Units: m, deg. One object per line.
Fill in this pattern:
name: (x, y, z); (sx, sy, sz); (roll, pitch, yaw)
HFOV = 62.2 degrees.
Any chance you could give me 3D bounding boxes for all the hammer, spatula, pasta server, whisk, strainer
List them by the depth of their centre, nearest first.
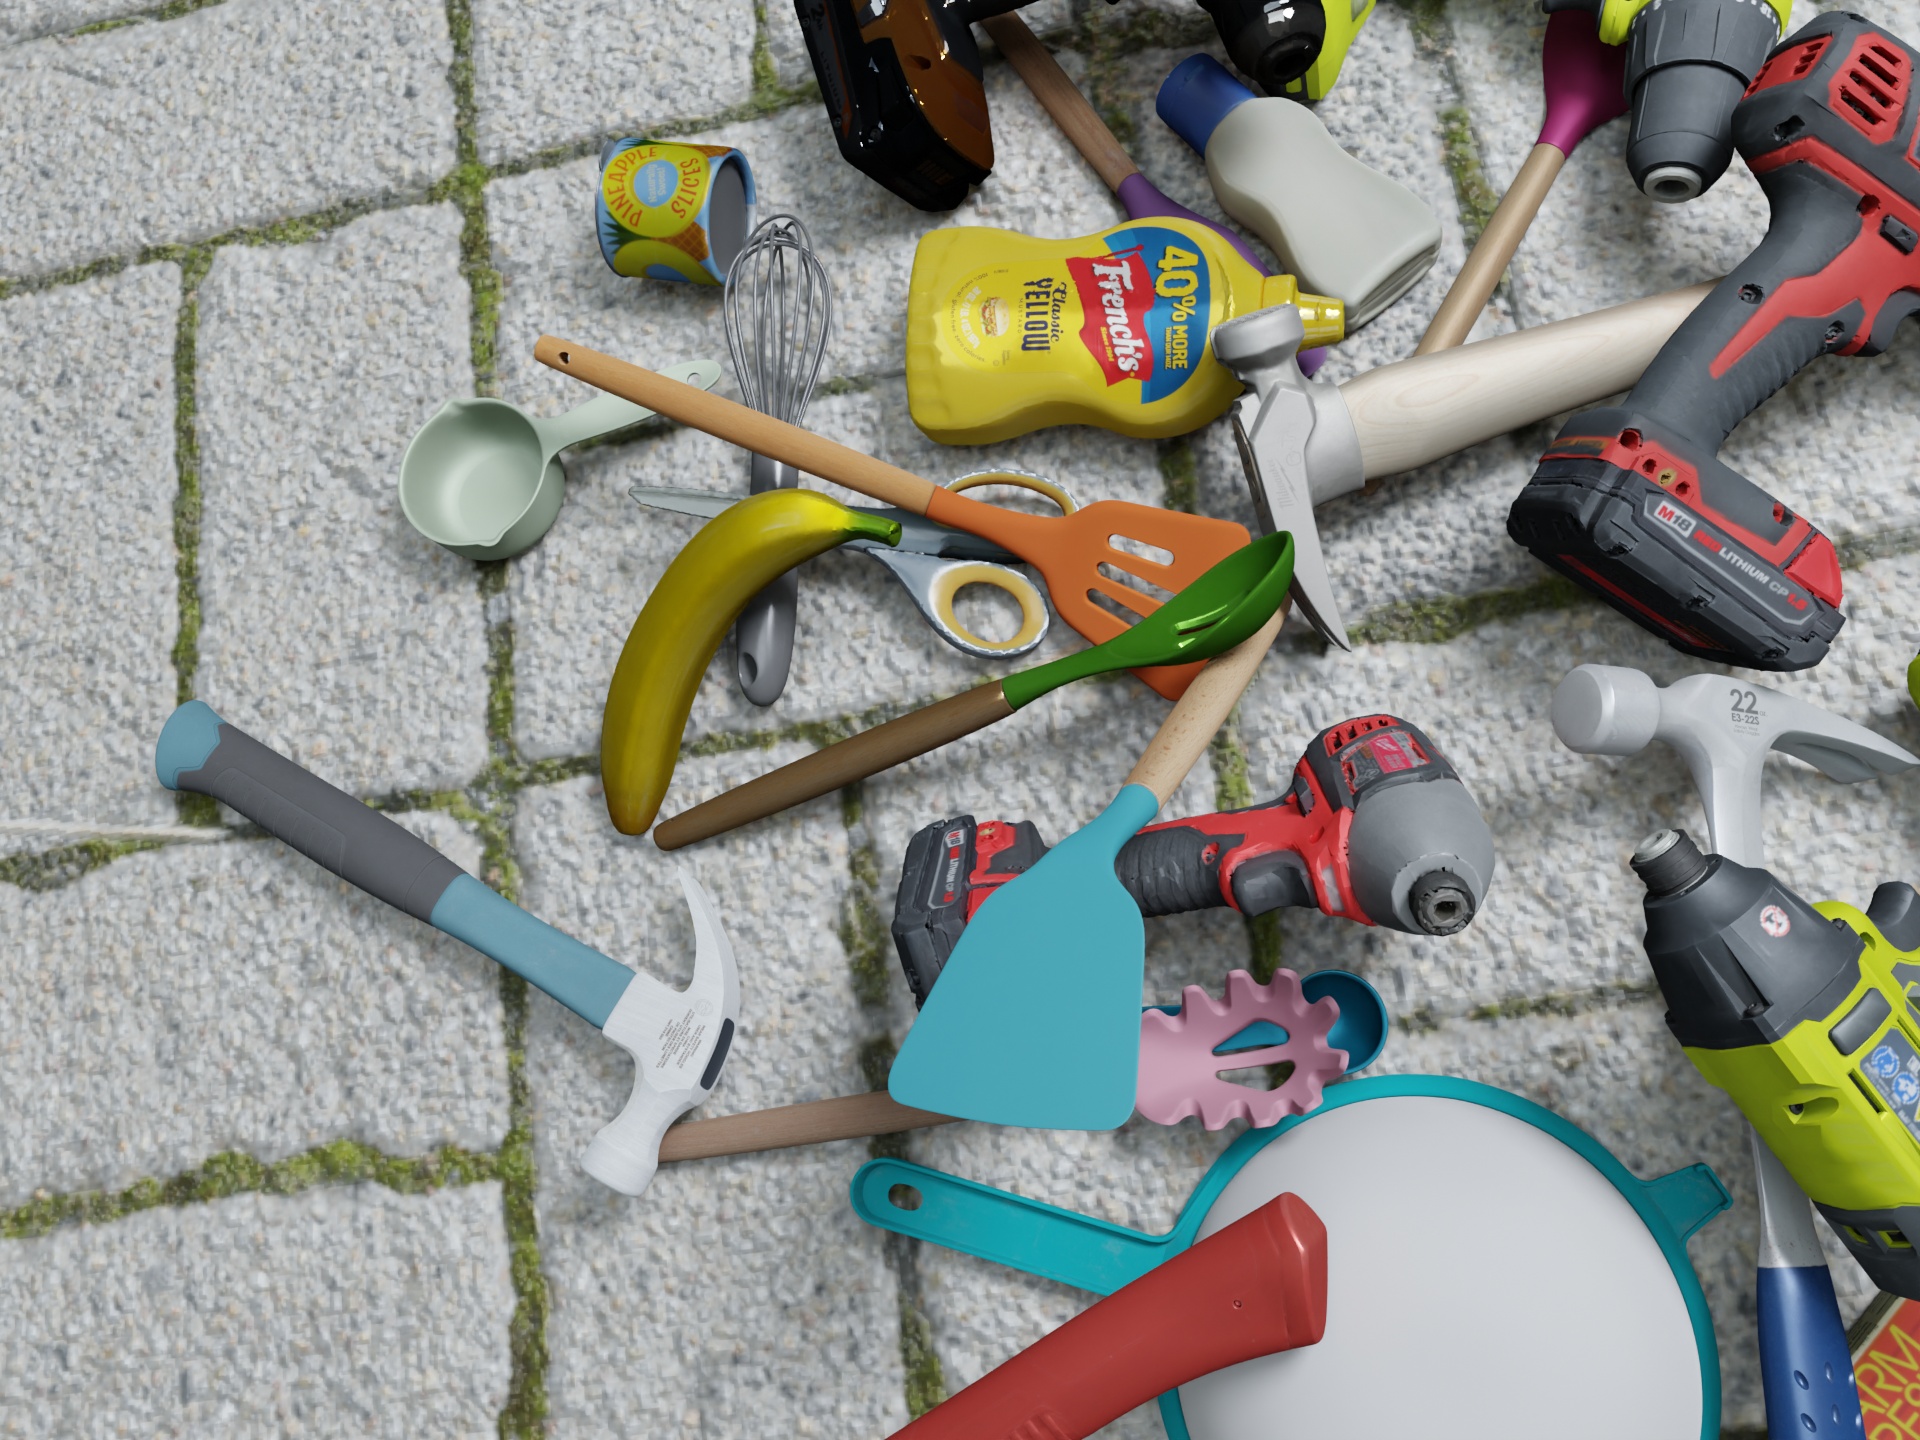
hammer: (0.296, 0.180, 0.558); (0.144, 0.035, 0.406); (5, 73, -16)
spatula: (0.074, 0.027, 0.583); (0.082, 0.317, 0.044); (-1, 117, 30)
hammer: (-0.021, 0.271, 0.587); (0.359, 0.036, 0.149); (-39, 72, 16)
strainer: (0.112, 0.221, 0.590); (0.340, 0.095, 0.211); (13, 79, 13)
pasta server: (-0.001, 0.154, 0.651); (0.316, 0.040, 0.060); (-12, 68, 13)
hammer: (0.318, -0.158, 0.665); (0.410, 0.038, 0.146); (-19, 102, 0)
spatula: (-0.036, -0.104, 0.690); (0.322, 0.041, 0.081); (21, 104, 0)
hammer: (-0.243, 0.077, 0.723); (0.331, 0.033, 0.128); (26, 73, 18)
whisk: (-0.090, -0.124, 0.747); (0.055, 0.055, 0.239); (0, 80, 11)
spatula: (0.066, -0.276, 0.769); (0.060, 0.018, 0.316); (-34, 73, 6)

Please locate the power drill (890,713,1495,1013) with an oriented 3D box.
power drill: (0.091, 0.066, 0.611); (0.219, 0.143, 0.078); (-17, 106, 8)

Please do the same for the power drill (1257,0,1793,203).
power drill: (0.247, -0.327, 0.705); (0.228, 0.080, 0.191); (13, 79, 18)

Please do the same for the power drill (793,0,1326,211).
power drill: (0.046, -0.320, 0.713); (0.226, 0.084, 0.185); (-26, 71, 27)

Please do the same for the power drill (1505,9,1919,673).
power drill: (0.344, -0.130, 0.617); (0.188, 0.080, 0.226); (31, 94, -9)

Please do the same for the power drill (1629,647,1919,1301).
power drill: (0.341, 0.060, 0.548); (0.223, 0.080, 0.171); (-37, 89, -20)

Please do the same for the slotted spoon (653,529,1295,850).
slotted spoon: (-0.001, -0.002, 0.673); (0.314, 0.070, 0.031); (-23, 110, 20)

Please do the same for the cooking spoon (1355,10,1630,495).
cooking spoon: (0.256, -0.236, 0.721); (0.069, 0.017, 0.319); (28, 82, 17)

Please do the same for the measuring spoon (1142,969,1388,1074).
measuring spoon: (0.112, 0.126, 0.659); (0.128, 0.021, 0.042); (-6, 86, 19)

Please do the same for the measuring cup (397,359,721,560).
measuring cup: (-0.188, -0.132, 0.772); (0.167, 0.038, 0.083); (-22, 73, 3)
